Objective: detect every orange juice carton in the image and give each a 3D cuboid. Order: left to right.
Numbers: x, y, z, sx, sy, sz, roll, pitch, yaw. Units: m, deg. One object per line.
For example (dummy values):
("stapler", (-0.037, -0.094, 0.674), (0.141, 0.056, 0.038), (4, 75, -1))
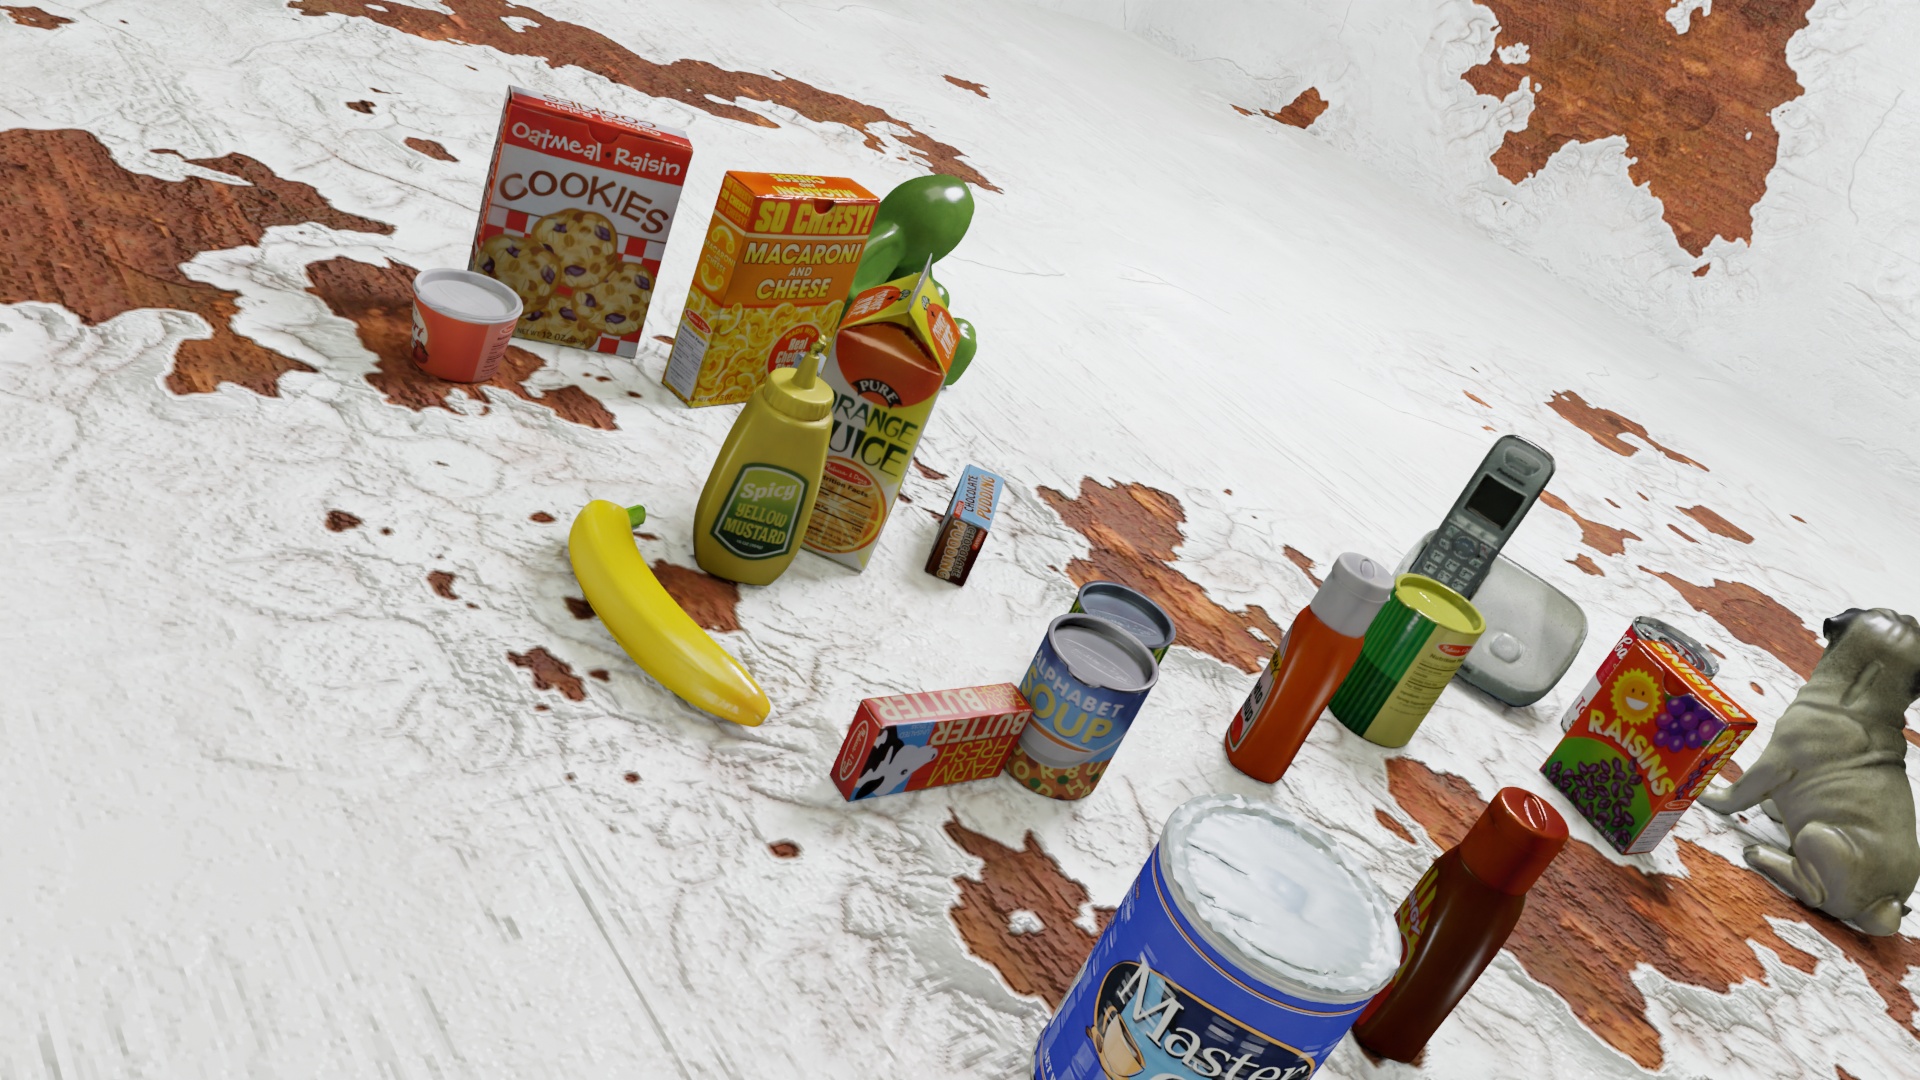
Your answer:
("orange juice carton", (-0.056, -0.084, 0.873), (0.073, 0.191, 0.072), (22, 28, -3))

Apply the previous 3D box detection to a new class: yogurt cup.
("yogurt cup", (-0.326, -0.139, 0.908), (0.072, 0.053, 0.073), (18, 29, -10))

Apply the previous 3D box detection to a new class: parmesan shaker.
("parmesan shaker", (0.301, 0.082, 0.954), (0.071, 0.102, 0.071), (18, 28, -10))

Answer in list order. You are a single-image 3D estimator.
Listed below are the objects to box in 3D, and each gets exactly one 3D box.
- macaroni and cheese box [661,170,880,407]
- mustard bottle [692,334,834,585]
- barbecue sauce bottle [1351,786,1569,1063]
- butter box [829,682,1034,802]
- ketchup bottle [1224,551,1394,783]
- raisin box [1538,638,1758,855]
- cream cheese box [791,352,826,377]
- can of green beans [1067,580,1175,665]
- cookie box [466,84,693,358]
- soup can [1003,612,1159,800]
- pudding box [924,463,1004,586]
("macaroni and cheese box", (-0.135, -0.180, 1.003), (0.040, 0.165, 0.124), (40, 32, 27))
("mustard bottle", (-0.109, -0.049, 0.807), (0.065, 0.159, 0.049), (14, 30, -19))
("barbecue sauce bottle", (0.243, 0.187, 0.684), (0.044, 0.147, 0.065), (25, 28, 1))
("butter box", (-0.014, 0.105, 0.729), (0.104, 0.053, 0.024), (-2, 37, -39))
("ketchup bottle", (0.213, 0.076, 0.849), (0.043, 0.148, 0.065), (26, 28, 4))
("raisin box", (0.471, 0.142, 0.959), (0.040, 0.122, 0.086), (6, 33, -30))
("cream cheese box", (-0.089, -0.086, 0.998), (0.024, 0.053, 0.104), (-7, 41, -44))
("can of green beans", (0.092, 0.067, 0.869), (0.071, 0.057, 0.071), (18, 29, -10))
("cookie box", (-0.268, -0.217, 0.965), (0.123, 0.166, 0.040), (8, 32, -28))
("soup can", (0.062, 0.094, 0.773), (0.071, 0.083, 0.072), (18, 28, -10))
("pudding box", (0.003, -0.012, 0.945), (0.030, 0.049, 0.084), (23, 28, -3))
